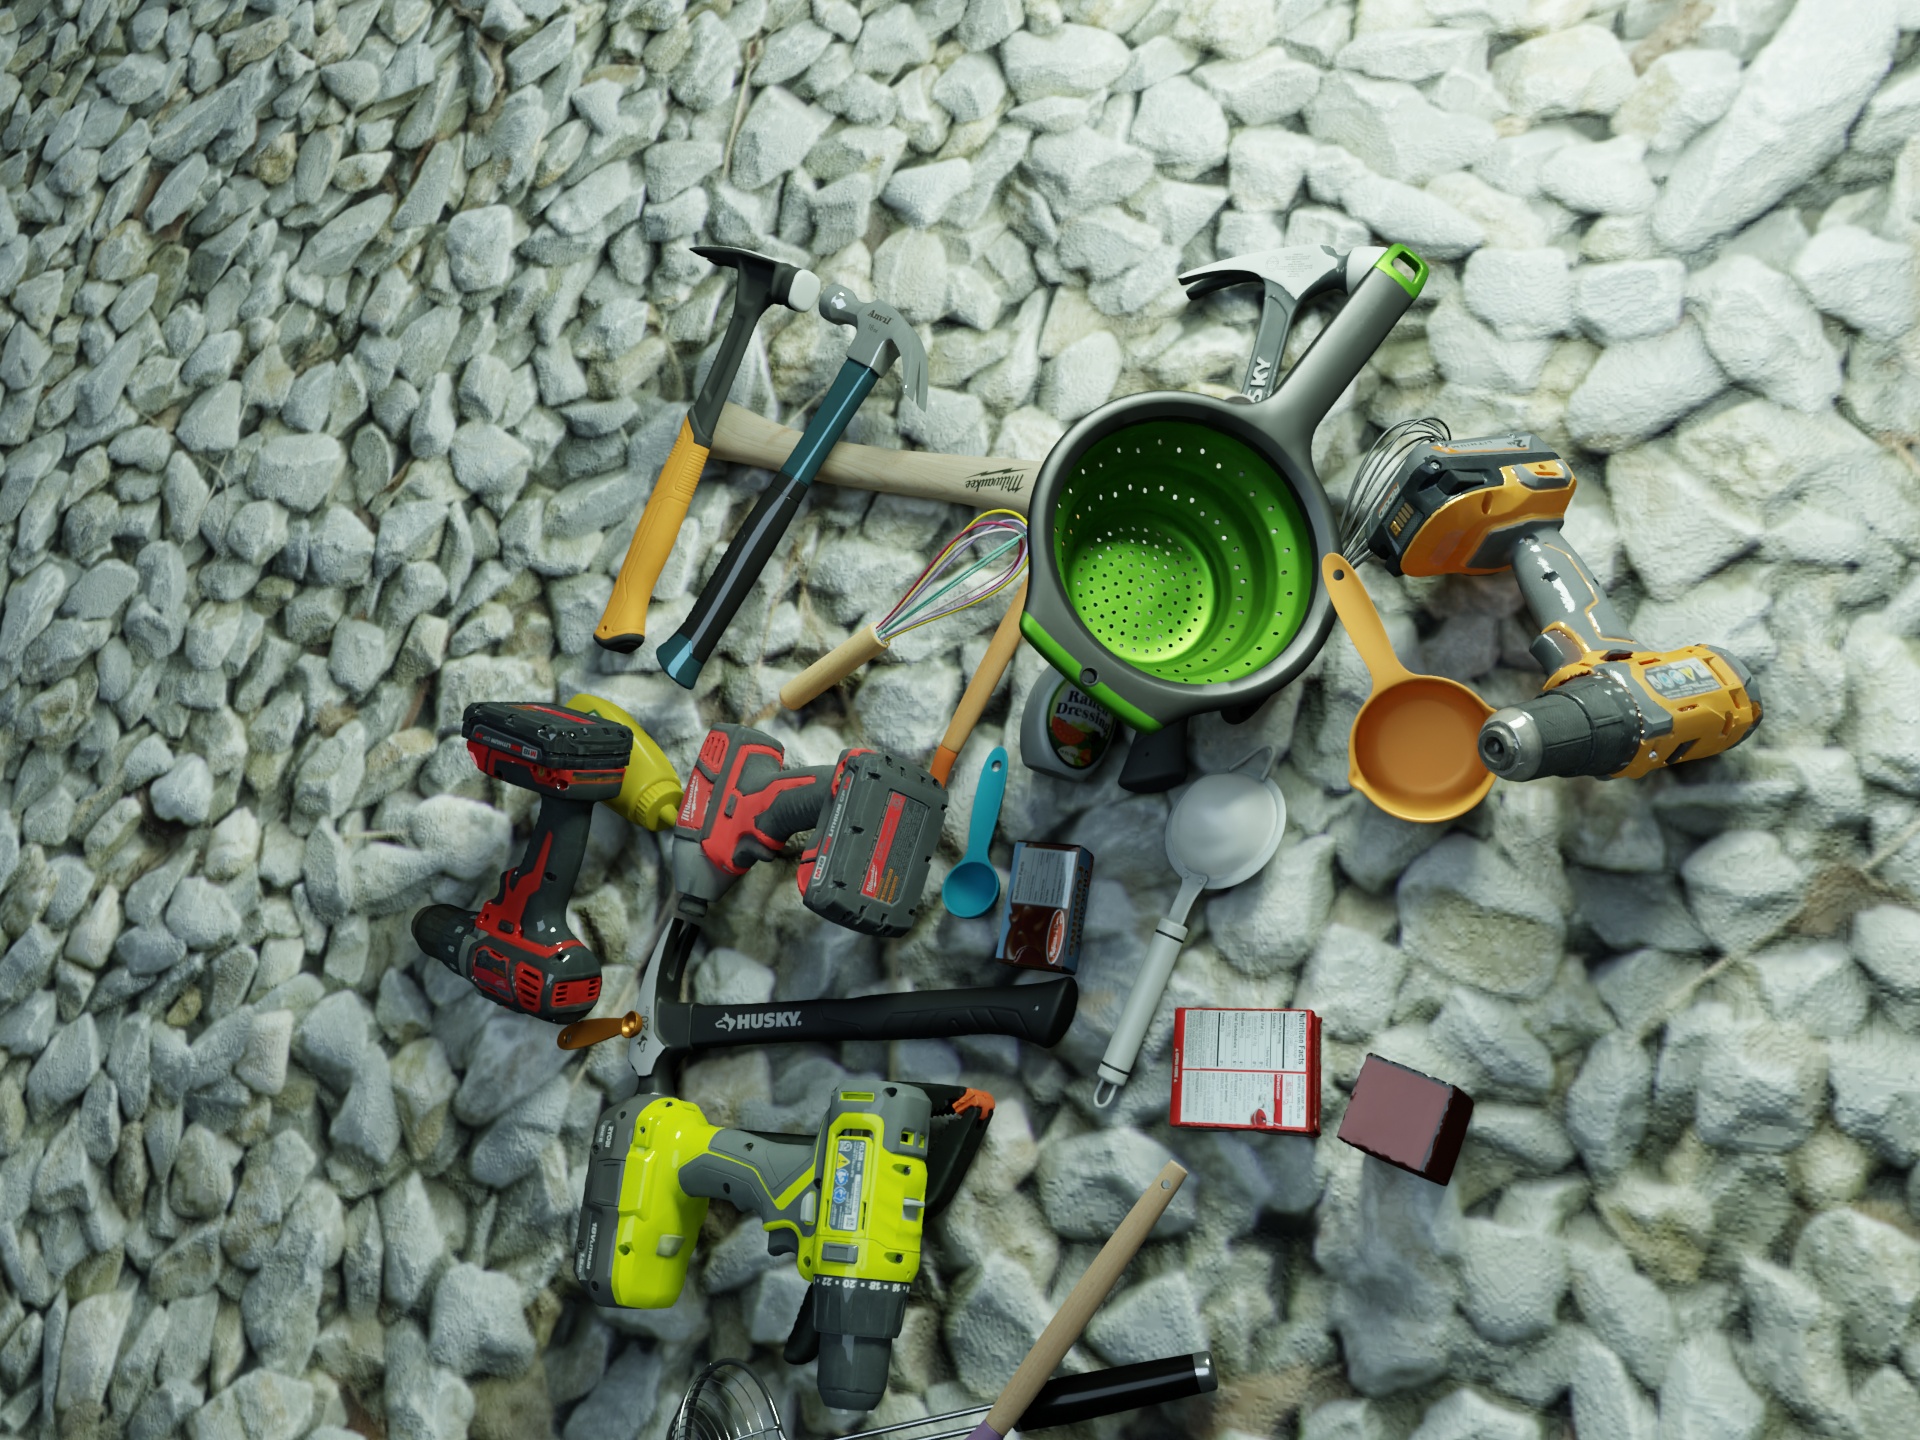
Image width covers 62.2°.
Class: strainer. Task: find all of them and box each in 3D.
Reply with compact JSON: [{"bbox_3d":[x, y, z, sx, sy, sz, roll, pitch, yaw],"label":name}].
[{"bbox_3d":[0.138,0.126,1.012,0.087,0.050,0.258,18,83,46],"label":"strainer"}]

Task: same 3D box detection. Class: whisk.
[{"bbox_3d":[-0.043,-0.076,1.147,0.245,0.051,0.047,-33,103,29],"label":"whisk"},{"bbox_3d":[0.243,-0.097,1.039,0.055,0.055,0.239,37,93,31],"label":"whisk"}]

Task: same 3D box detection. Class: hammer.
[{"bbox_3d":[-0.135,-0.173,1.218,0.128,0.033,0.331,32,90,32],"label":"hammer"},{"bbox_3d":[-0.079,0.199,1.090,0.335,0.035,0.146,-8,69,23],"label":"hammer"},{"bbox_3d":[0.177,-0.145,1.094,0.149,0.036,0.409,11,77,30],"label":"hammer"},{"bbox_3d":[-0.055,-0.183,1.219,0.411,0.038,0.146,14,80,29],"label":"hammer"},{"bbox_3d":[-0.224,-0.215,1.276,0.127,0.034,0.337,26,95,35],"label":"hammer"}]

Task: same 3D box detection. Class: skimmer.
[{"bbox_3d":[-0.019,0.434,0.978,0.363,0.090,0.127,-16,68,9],"label":"skimmer"}]

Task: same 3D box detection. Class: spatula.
[{"bbox_3d":[-0.002,-0.004,1.107,0.081,0.041,0.322,32,97,42],"label":"spatula"},{"bbox_3d":[0.037,0.389,0.920,0.060,0.018,0.316,35,85,16],"label":"spatula"}]

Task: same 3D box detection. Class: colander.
[{"bbox_3d":[0.177,-0.156,1.028,0.204,0.094,0.397,40,71,-2],"label":"colander"}]

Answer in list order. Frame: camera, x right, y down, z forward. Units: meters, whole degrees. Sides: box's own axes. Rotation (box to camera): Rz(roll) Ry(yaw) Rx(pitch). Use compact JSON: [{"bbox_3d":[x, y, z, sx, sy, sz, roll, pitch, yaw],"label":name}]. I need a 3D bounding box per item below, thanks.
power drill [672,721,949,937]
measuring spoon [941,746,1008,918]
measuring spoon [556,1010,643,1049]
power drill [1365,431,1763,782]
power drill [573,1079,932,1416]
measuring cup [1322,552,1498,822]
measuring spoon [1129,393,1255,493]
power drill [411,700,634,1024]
[{"bbox_3d":[-0.120,0.080,1.107,0.220,0.078,0.143,6,75,46],"label":"power drill"},{"bbox_3d":[0.019,0.079,1.102,0.042,0.021,0.129,0,62,26],"label":"measuring spoon"},{"bbox_3d":[-0.263,0.228,1.161,0.117,0.011,0.021,-20,56,45],"label":"measuring spoon"},{"bbox_3d":[0.327,-0.060,0.917,0.185,0.084,0.226,-11,56,-28],"label":"power drill"},{"bbox_3d":[-0.128,0.324,1.004,0.228,0.080,0.191,-5,68,28],"label":"power drill"},{"bbox_3d":[0.263,-0.022,0.967,0.095,0.052,0.174,-26,84,15],"label":"measuring cup"},{"bbox_3d":[0.154,-0.176,1.091,0.124,0.018,0.034,-38,65,17],"label":"measuring spoon"},{"bbox_3d":[-0.339,0.101,1.203,0.188,0.080,0.226,14,98,35],"label":"power drill"}]
